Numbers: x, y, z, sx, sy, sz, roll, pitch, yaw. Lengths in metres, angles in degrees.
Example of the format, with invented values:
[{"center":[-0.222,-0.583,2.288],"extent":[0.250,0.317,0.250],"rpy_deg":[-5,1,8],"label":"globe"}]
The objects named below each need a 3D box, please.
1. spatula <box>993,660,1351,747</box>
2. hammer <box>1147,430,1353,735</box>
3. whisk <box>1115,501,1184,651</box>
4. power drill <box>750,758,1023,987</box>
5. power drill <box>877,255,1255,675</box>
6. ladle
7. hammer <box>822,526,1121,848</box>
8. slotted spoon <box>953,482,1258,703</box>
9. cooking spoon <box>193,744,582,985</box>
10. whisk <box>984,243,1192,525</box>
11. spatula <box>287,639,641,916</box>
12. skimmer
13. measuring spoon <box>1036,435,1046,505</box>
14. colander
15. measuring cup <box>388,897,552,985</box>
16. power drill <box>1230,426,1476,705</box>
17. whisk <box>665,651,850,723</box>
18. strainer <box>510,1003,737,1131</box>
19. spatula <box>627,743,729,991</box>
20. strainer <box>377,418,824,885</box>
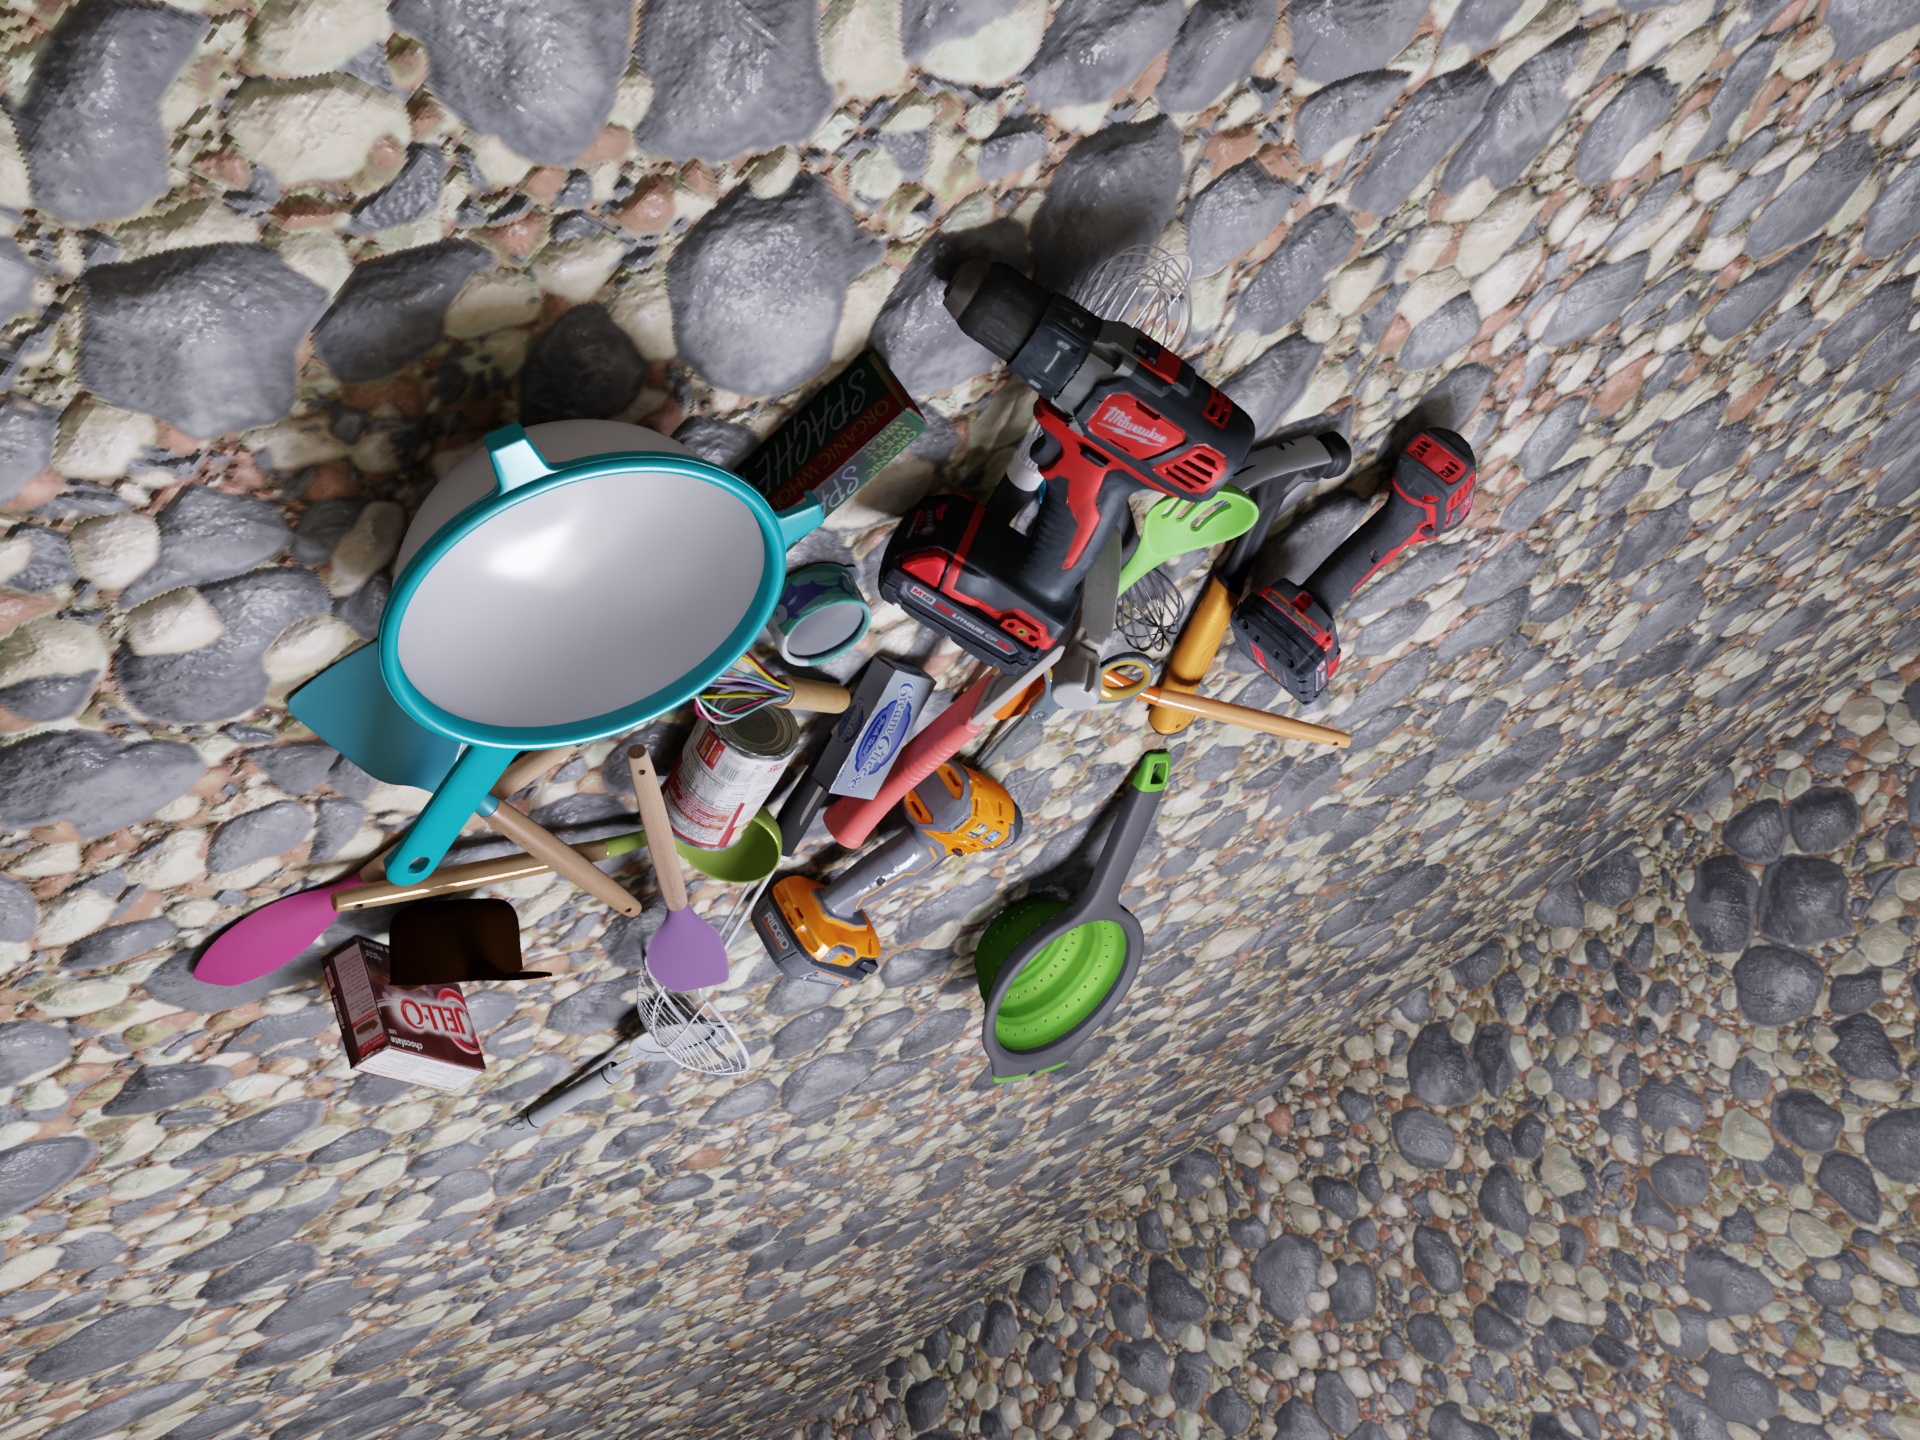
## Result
[{"center":[0.185,-0.008,1.318],"extent":[0.322,0.041,0.081],"rpy_deg":[12,136,-18],"label":"spatula"},{"center":[0.202,-0.092,1.274],"extent":[0.127,0.034,0.336],"rpy_deg":[-19,150,-23],"label":"hammer"},{"center":[0.120,-0.116,1.149],"extent":[0.055,0.055,0.238],"rpy_deg":[-31,148,2],"label":"whisk"},{"center":[-0.049,0.129,1.350],"extent":[0.226,0.084,0.164],"rpy_deg":[-40,153,11],"label":"power drill"},{"center":[0.035,-0.147,0.924],"extent":[0.187,0.080,0.226],"rpy_deg":[32,135,-11],"label":"power drill"},{"center":[-0.267,0.104,1.101],"extent":[0.320,0.062,0.078],"rpy_deg":[-9,143,-38],"label":"ladle"},{"center":[-0.002,-0.004,1.150],"extent":[0.036,0.149,0.359],"rpy_deg":[25,142,-21],"label":"hammer"},{"center":[0.090,-0.082,1.133],"extent":[0.070,0.031,0.313],"rpy_deg":[18,141,-32],"label":"slotted spoon"},{"center":[-0.367,0.089,1.038],"extent":[0.319,0.017,0.068],"rpy_deg":[-34,153,7],"label":"cooking spoon"},{"center":[0.056,-0.176,0.978],"extent":[0.070,0.070,0.284],"rpy_deg":[-7,149,-37],"label":"whisk"},{"center":[-0.284,0.055,0.999],"extent":[0.082,0.044,0.317],"rpy_deg":[-32,146,1],"label":"spatula"},{"center":[-0.157,0.142,1.269],"extent":[0.363,0.127,0.090],"rpy_deg":[-58,161,23],"label":"skimmer"},{"center":[0.061,-0.150,1.068],"extent":[0.042,0.021,0.128],"rpy_deg":[-14,142,-1],"label":"measuring spoon"},{"center":[0.107,0.180,1.593],"extent":[0.204,0.095,0.397],"rpy_deg":[-4,124,-40],"label":"colander"},{"center":[-0.319,0.146,1.061],"extent":[0.095,0.052,0.174],"rpy_deg":[-3,177,-42],"label":"measuring cup"},{"center":[0.318,-0.122,1.258],"extent":[0.219,0.079,0.143],"rpy_deg":[-47,161,1],"label":"power drill"},{"center":[-0.121,-0.021,1.020],"extent":[0.047,0.051,0.245],"rpy_deg":[-54,164,9],"label":"whisk"},{"center":[-0.311,0.313,1.439],"extent":[0.258,0.050,0.086],"rpy_deg":[-32,147,15],"label":"strainer"},{"center":[-0.205,0.115,1.119],"extent":[0.059,0.018,0.315],"rpy_deg":[-10,144,-9],"label":"spatula"},{"center":[-0.242,-0.044,0.859],"extent":[0.210,0.095,0.340],"rpy_deg":[6,136,-46],"label":"strainer"}]
